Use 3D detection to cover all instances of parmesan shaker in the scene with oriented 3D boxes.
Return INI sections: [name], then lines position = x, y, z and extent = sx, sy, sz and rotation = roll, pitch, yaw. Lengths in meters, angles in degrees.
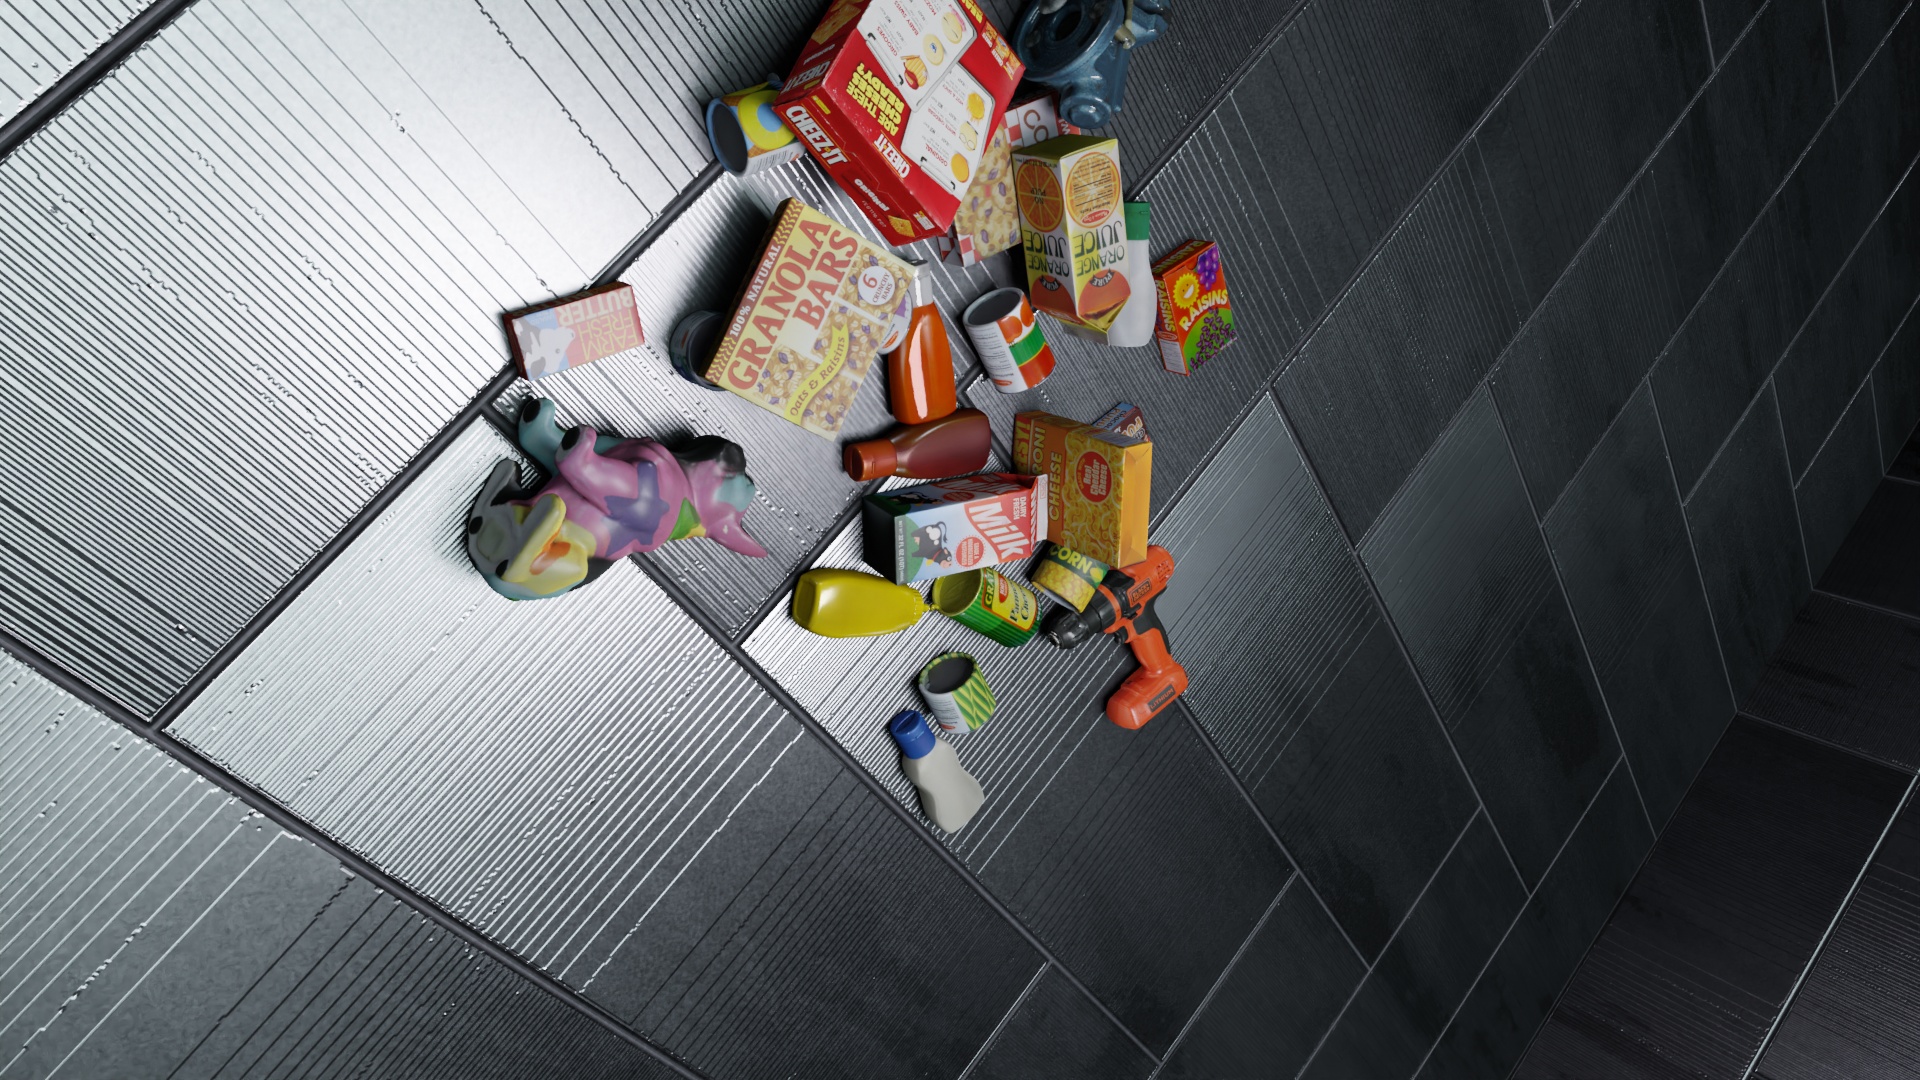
[parmesan shaker]
position = 0.029, 0.061, 1.431
extent = 0.103, 0.071, 0.071
rotation = 30, 86, -42

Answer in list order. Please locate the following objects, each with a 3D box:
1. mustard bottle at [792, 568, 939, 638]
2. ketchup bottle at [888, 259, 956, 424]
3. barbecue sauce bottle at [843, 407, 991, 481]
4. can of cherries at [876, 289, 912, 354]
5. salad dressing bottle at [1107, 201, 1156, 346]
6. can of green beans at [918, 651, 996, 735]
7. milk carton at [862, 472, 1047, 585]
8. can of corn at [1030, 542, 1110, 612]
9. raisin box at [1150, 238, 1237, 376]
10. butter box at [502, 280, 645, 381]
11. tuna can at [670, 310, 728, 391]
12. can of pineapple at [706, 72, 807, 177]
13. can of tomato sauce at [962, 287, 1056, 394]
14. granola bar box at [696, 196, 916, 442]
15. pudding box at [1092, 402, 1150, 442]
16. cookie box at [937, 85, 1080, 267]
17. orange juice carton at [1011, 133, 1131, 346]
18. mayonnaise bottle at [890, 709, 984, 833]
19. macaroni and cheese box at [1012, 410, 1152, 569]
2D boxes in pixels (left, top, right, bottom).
[mustard bottle]
position = -0.086, 0.063, 1.347
extent = 0.160, 0.049, 0.065
rotation = 7, 100, -41
[ketchup bottle]
position = -0.039, -0.187, 1.303
extent = 0.065, 0.043, 0.148
rotation = -22, 118, -35
[barbecue sauce bottle]
position = -0.040, -0.087, 1.337
extent = 0.149, 0.044, 0.064
rotation = -14, 121, -35
[can of cherries]
position = -0.087, -0.207, 1.246
extent = 0.058, 0.071, 0.071
rotation = 12, 97, -40
[salad dressing bottle]
position = 0.177, -0.278, 1.450
extent = 0.064, 0.044, 0.147
rotation = -11, 111, -34
[can of green beans]
position = -0.004, 0.157, 1.435
extent = 0.071, 0.071, 0.057
rotation = -40, 126, -22
[milk carton]
position = 0.005, -0.017, 1.362
extent = 0.191, 0.073, 0.072
rotation = -11, 112, -28
[can of corn]
position = 0.117, 0.036, 1.491
extent = 0.071, 0.071, 0.058
rotation = 40, 80, -40
[raisin box]
position = 0.251, -0.255, 1.521
extent = 0.086, 0.040, 0.123
rotation = -35, 124, -24
[butter box]
position = -0.306, -0.167, 1.105
extent = 0.104, 0.024, 0.053
rotation = -25, 120, -30
[tuna can]
position = -0.209, -0.160, 1.181
extent = 0.071, 0.033, 0.070
rotation = -14, 114, -35
[can of pineapple]
position = -0.167, -0.337, 1.133
extent = 0.058, 0.071, 0.070
rotation = -29, 121, -29
[can of tomato sauce]
position = 0.048, -0.197, 1.357
extent = 0.071, 0.071, 0.082
rotation = -43, 127, -20
[granola bar box]
position = -0.129, -0.184, 1.166
extent = 0.124, 0.039, 0.165
rotation = 26, 87, -22
[pudding box]
position = 0.163, -0.106, 1.505
extent = 0.084, 0.030, 0.049
rotation = -37, 126, -24
[cookie box]
position = 0.045, -0.348, 1.320
extent = 0.168, 0.040, 0.122
rotation = -30, 122, -27
[orange juice carton]
position = 0.109, -0.280, 1.320
extent = 0.073, 0.072, 0.191
rotation = -26, 121, -29
[mayonnaise bottle]
position = -0.028, 0.240, 1.462
extent = 0.065, 0.041, 0.147
rotation = -43, 126, -22
[macaroni and cheese box]
position = 0.118, -0.055, 1.395
extent = 0.040, 0.166, 0.123
rotation = -13, 113, -35
